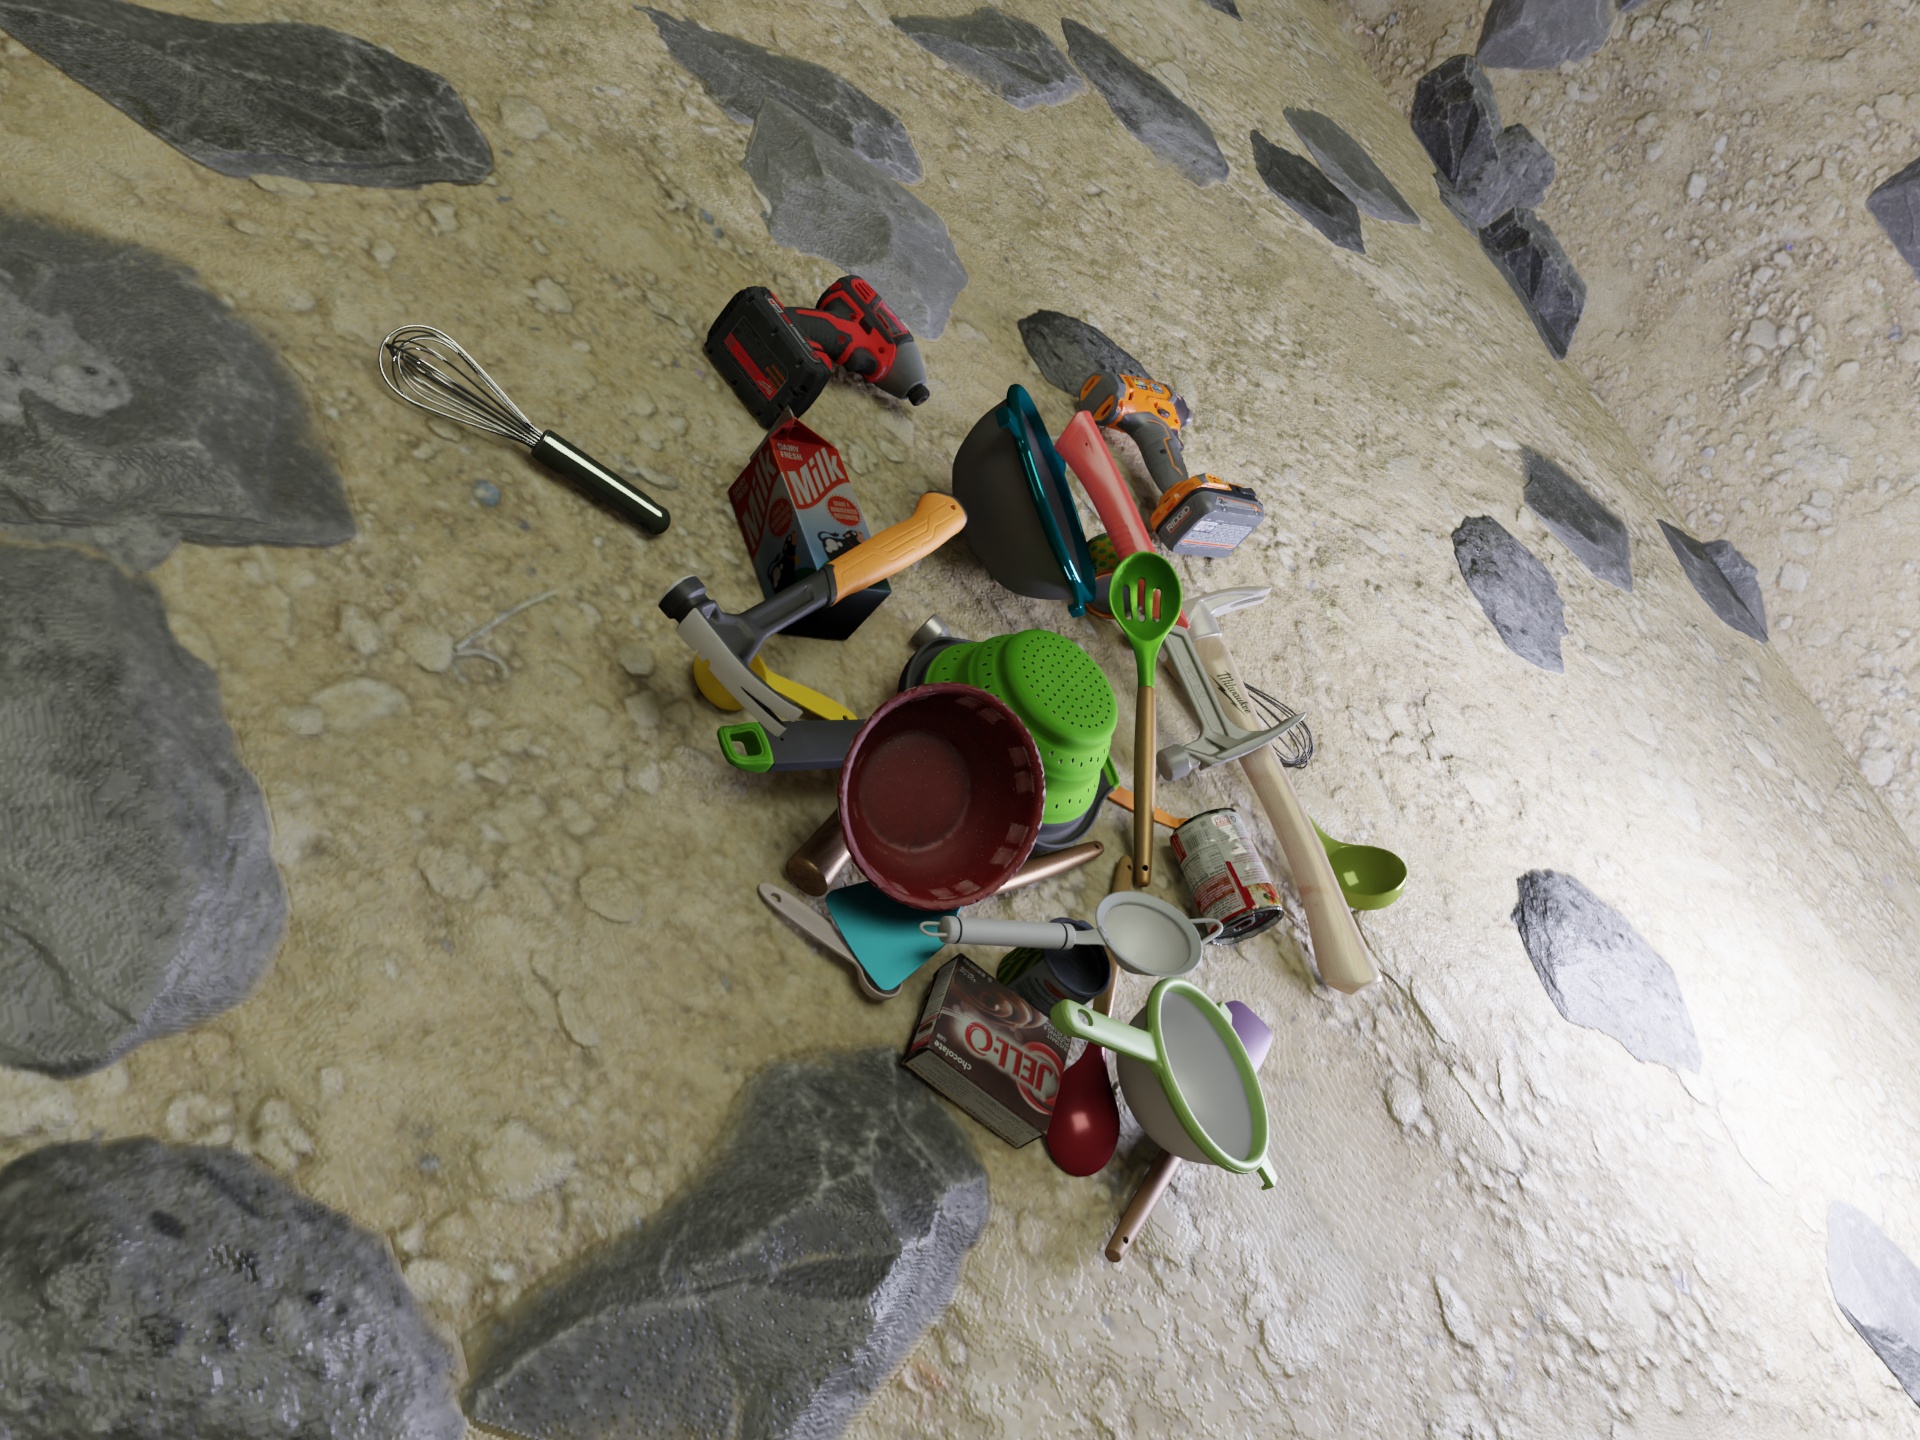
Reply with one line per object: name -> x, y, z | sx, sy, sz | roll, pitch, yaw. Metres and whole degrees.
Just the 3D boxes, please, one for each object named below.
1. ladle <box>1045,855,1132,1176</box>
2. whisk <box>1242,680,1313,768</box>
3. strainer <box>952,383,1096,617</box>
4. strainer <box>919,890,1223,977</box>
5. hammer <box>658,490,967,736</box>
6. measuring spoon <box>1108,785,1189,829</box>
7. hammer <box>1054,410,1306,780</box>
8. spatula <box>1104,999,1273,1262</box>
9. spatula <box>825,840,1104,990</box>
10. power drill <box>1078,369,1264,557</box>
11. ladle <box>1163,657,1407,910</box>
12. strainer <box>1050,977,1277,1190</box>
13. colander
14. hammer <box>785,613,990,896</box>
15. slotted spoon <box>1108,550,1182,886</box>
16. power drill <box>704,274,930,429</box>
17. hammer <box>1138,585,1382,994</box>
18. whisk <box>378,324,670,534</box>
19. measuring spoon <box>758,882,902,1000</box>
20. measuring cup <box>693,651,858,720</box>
ladle -> 0.113, 0.216, 1.245 | 0.069, 0.031, 0.316 | 40, 36, -18
whisk -> 0.267, -0.043, 1.602 | 0.239, 0.055, 0.055 | 47, 38, 8
strainer -> 0.054, -0.214, 1.524 | 0.340, 0.095, 0.211 | -74, 143, -71
strainer -> 0.080, 0.158, 1.157 | 0.258, 0.050, 0.087 | 8, 36, -31
hammer -> -0.084, -0.105, 1.221 | 0.127, 0.034, 0.337 | 49, 39, 2
measuring spoon -> 0.167, 0.076, 1.429 | 0.116, 0.011, 0.021 | 27, 42, -24
hammer -> 0.189, -0.130, 1.504 | 0.149, 0.036, 0.359 | -22, 83, -14
spatula -> 0.176, 0.309, 1.227 | 0.060, 0.018, 0.316 | 44, 37, 4
spatula -> 0.024, 0.129, 1.229 | 0.317, 0.044, 0.082 | -10, 60, -56
power drill -> 0.242, -0.290, 1.773 | 0.164, 0.084, 0.227 | -1, 54, -44
ladle -> 0.311, 0.055, 1.550 | 0.078, 0.062, 0.320 | -33, 78, -34
strainer -> 0.127, 0.252, 1.142 | 0.256, 0.069, 0.152 | 30, 37, -42
colander -> -0.002, -0.004, 1.223 | 0.397, 0.094, 0.205 | -1, 58, -43
hammer -> -0.044, 0.035, 1.254 | 0.130, 0.031, 0.331 | 43, 38, -4
slotted spoon -> 0.163, -0.004, 1.418 | 0.070, 0.031, 0.314 | 6, 68, -8
power drill -> -0.121, -0.343, 1.484 | 0.143, 0.078, 0.219 | 52, 35, 7
hammer -> 0.305, 0.060, 1.511 | 0.146, 0.038, 0.411 | -18, 70, -12
whisk -> -0.326, -0.215, 1.205 | 0.246, 0.058, 0.059 | 34, 74, -21
measuring spoon -> -0.094, 0.156, 1.116 | 0.124, 0.018, 0.034 | 38, 33, 0
measuring cup -> -0.141, -0.017, 1.222 | 0.156, 0.029, 0.062 | 27, 41, -41
